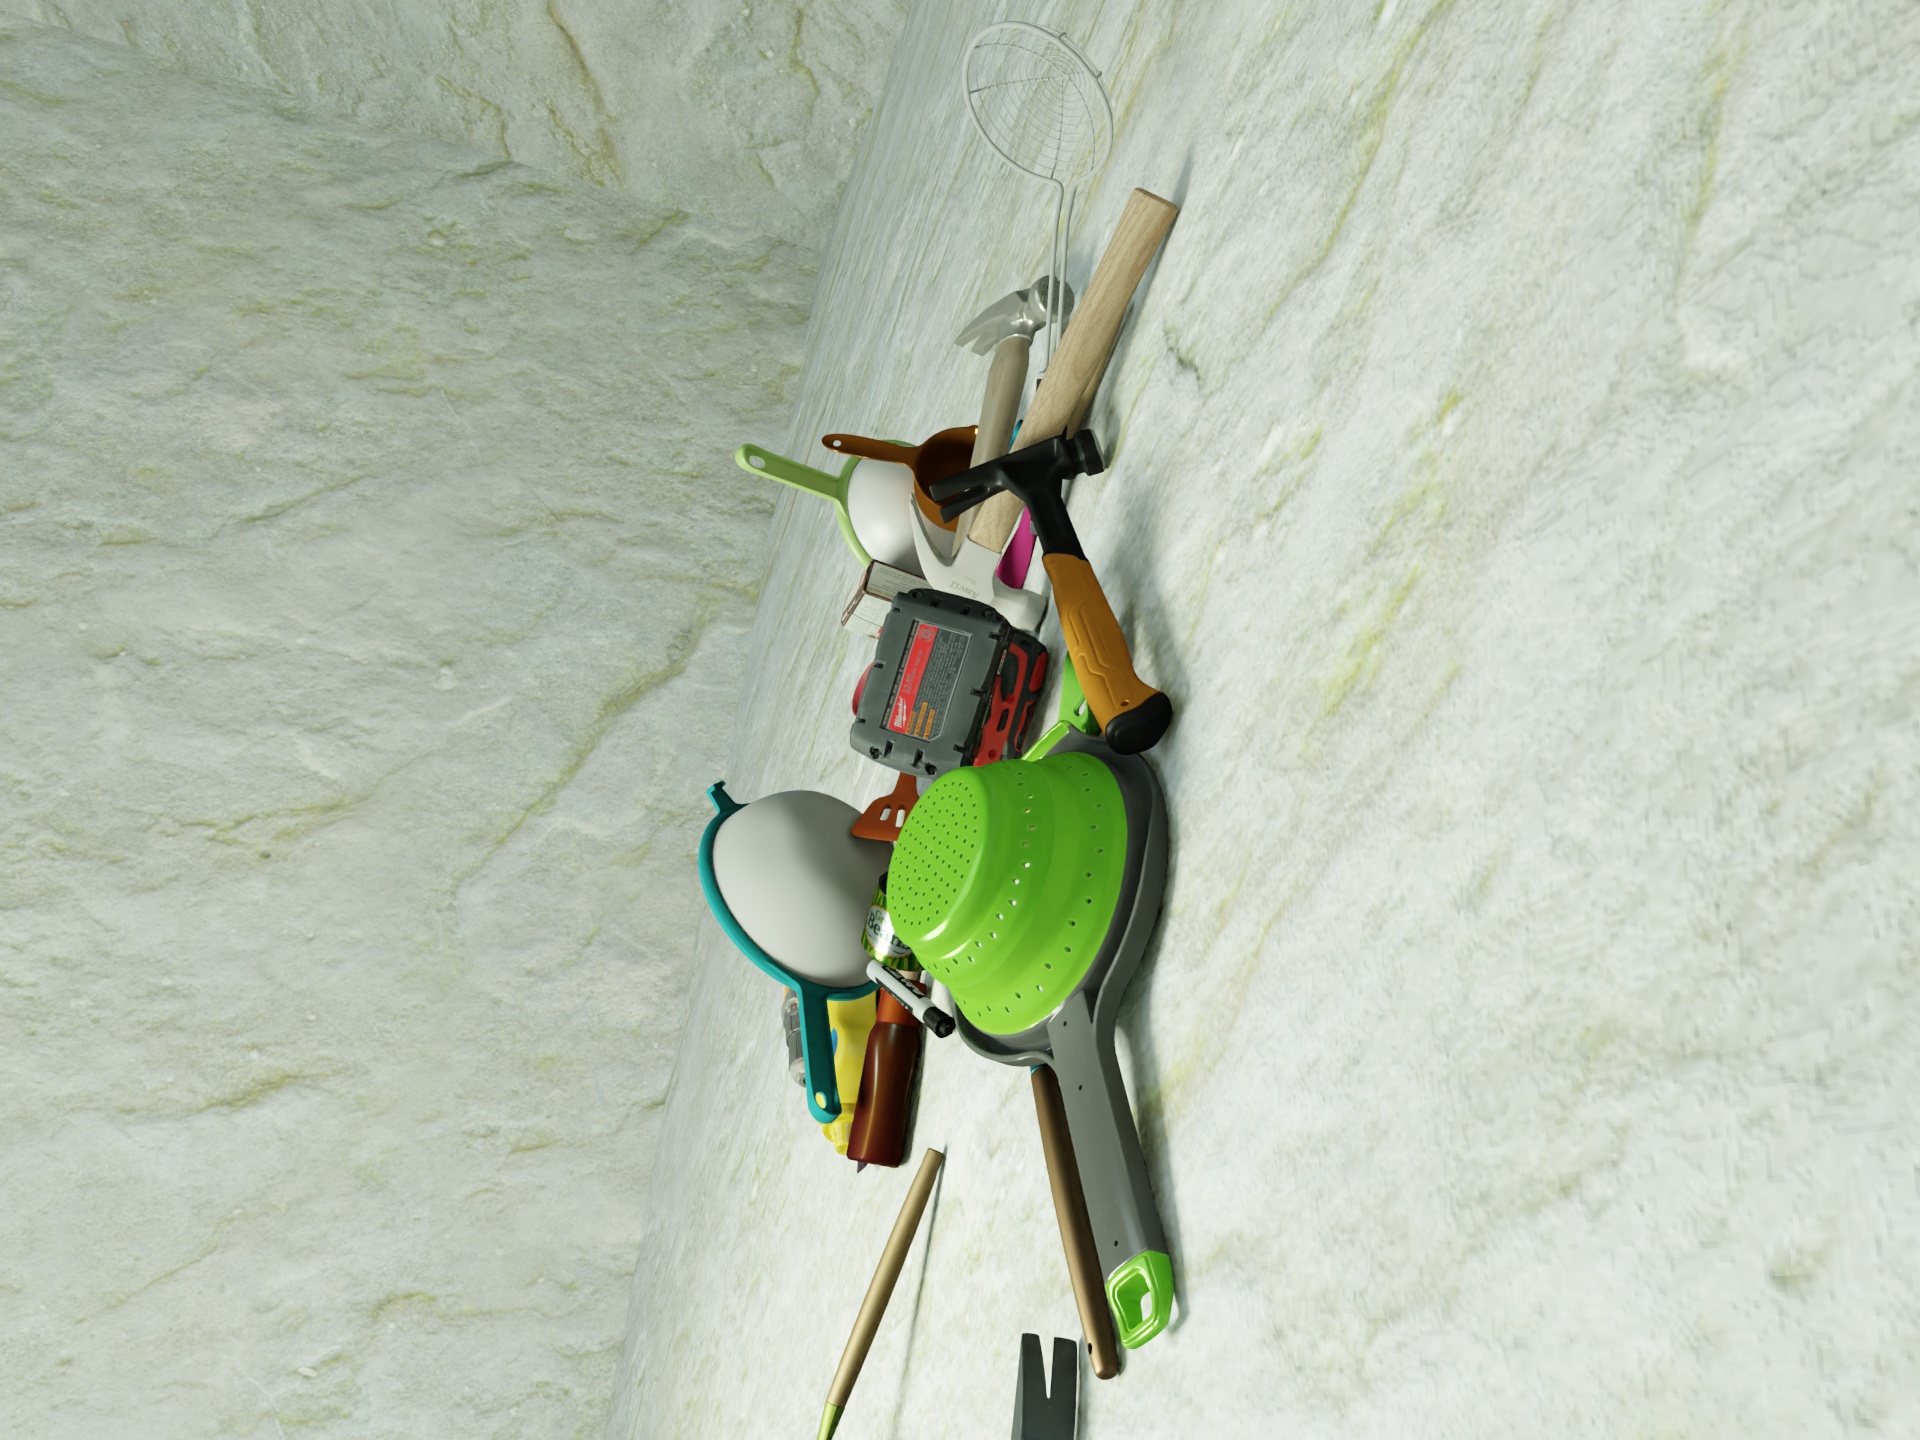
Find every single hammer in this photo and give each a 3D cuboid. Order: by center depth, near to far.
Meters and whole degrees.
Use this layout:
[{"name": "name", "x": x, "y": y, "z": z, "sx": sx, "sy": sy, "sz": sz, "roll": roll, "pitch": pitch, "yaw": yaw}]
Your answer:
[{"name": "hammer", "x": -0.015, "y": 0.454, "z": 0.976, "sx": 0.386, "sy": 0.038, "sz": 0.143, "roll": 131, "pitch": 151, "yaw": -63}, {"name": "hammer", "x": 0.066, "y": -0.087, "z": 1.036, "sx": 0.337, "sy": 0.127, "sz": 0.034, "roll": -105, "pitch": -5, "yaw": -52}, {"name": "hammer", "x": 0.065, "y": -0.232, "z": 1.173, "sx": 0.031, "sy": 0.130, "sz": 0.331, "roll": -96, "pitch": 31, "yaw": -68}, {"name": "hammer", "x": 0.008, "y": -0.163, "z": 1.323, "sx": 0.146, "sy": 0.038, "sz": 0.411, "roll": -13, "pitch": 62, "yaw": 59}]

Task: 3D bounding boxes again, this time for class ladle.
[{"name": "ladle", "x": -0.089, "y": 0.454, "z": 1.129, "sx": 0.078, "sy": 0.062, "sz": 0.320, "roll": 125, "pitch": 168, "yaw": -77}, {"name": "ladle", "x": -0.062, "y": -0.044, "z": 1.469, "sx": 0.315, "sy": 0.031, "sz": 0.069, "roll": 153, "pitch": 139, "yaw": -78}]

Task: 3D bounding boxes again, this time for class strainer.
[{"name": "strainer", "x": -0.109, "y": 0.177, "z": 1.354, "sx": 0.095, "sy": 0.210, "sz": 0.341, "roll": -46, "pitch": 35, "yaw": 27}, {"name": "strainer", "x": -0.079, "y": -0.211, "z": 1.449, "sx": 0.069, "sy": 0.256, "sz": 0.152, "roll": -20, "pitch": 61, "yaw": 51}]

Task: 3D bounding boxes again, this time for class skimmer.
[{"name": "skimmer", "x": 0.052, "y": -0.319, "z": 1.182, "sx": 0.127, "sy": 0.090, "sz": 0.363, "roll": 13, "pitch": 106, "yaw": 40}]

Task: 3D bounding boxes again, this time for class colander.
[{"name": "colander", "x": 0.033, "y": 0.145, "z": 0.872, "sx": 0.204, "sy": 0.094, "sz": 0.398, "roll": -50, "pitch": 32, "yaw": 29}]

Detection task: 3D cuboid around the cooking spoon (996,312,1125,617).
[{"name": "cooking spoon", "x": 0.070, "y": -0.196, "z": 1.276, "sx": 0.069, "sy": 0.017, "sz": 0.318, "roll": -94, "pitch": 21, "yaw": -49}]

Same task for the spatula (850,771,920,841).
[{"name": "spatula", "x": -0.042, "y": -0.001, "z": 1.489, "sx": 0.041, "sy": 0.081, "sz": 0.323, "roll": 94, "pitch": -178, "yaw": -47}]

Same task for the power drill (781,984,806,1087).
[{"name": "power drill", "x": -0.135, "y": 0.236, "z": 1.583, "sx": 0.186, "sy": 0.084, "sz": 0.226, "roll": -94, "pitch": 17, "yaw": -50}]

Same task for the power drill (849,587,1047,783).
[{"name": "power drill", "x": -0.004, "y": 0.012, "z": 1.103, "sx": 0.226, "sy": 0.080, "sz": 0.188, "roll": 33, "pitch": -106, "yaw": -75}]

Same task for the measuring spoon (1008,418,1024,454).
[{"name": "measuring spoon", "x": 0.047, "y": -0.193, "z": 1.356, "sx": 0.042, "sy": 0.021, "sz": 0.129, "roll": 151, "pitch": 130, "yaw": -76}]

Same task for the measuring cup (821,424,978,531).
[{"name": "measuring cup", "x": -0.039, "y": -0.220, "z": 1.420, "sx": 0.052, "sy": 0.173, "sz": 0.095, "roll": 90, "pitch": -165, "yaw": -66}]

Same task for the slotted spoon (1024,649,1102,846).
[{"name": "slotted spoon", "x": 0.045, "y": 0.070, "z": 1.113, "sx": 0.070, "sy": 0.031, "sz": 0.313, "roll": -102, "pitch": 25, "yaw": -43}]

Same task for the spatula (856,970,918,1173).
[{"name": "spatula", "x": -0.048, "y": 0.228, "z": 1.350, "sx": 0.059, "sy": 0.018, "sz": 0.316, "roll": 28, "pitch": -104, "yaw": -78}]

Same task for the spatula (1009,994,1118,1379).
[{"name": "spatula", "x": 0.063, "y": 0.224, "z": 0.911, "sx": 0.318, "sy": 0.044, "sz": 0.082, "roll": -101, "pitch": 28, "yaw": -49}]
